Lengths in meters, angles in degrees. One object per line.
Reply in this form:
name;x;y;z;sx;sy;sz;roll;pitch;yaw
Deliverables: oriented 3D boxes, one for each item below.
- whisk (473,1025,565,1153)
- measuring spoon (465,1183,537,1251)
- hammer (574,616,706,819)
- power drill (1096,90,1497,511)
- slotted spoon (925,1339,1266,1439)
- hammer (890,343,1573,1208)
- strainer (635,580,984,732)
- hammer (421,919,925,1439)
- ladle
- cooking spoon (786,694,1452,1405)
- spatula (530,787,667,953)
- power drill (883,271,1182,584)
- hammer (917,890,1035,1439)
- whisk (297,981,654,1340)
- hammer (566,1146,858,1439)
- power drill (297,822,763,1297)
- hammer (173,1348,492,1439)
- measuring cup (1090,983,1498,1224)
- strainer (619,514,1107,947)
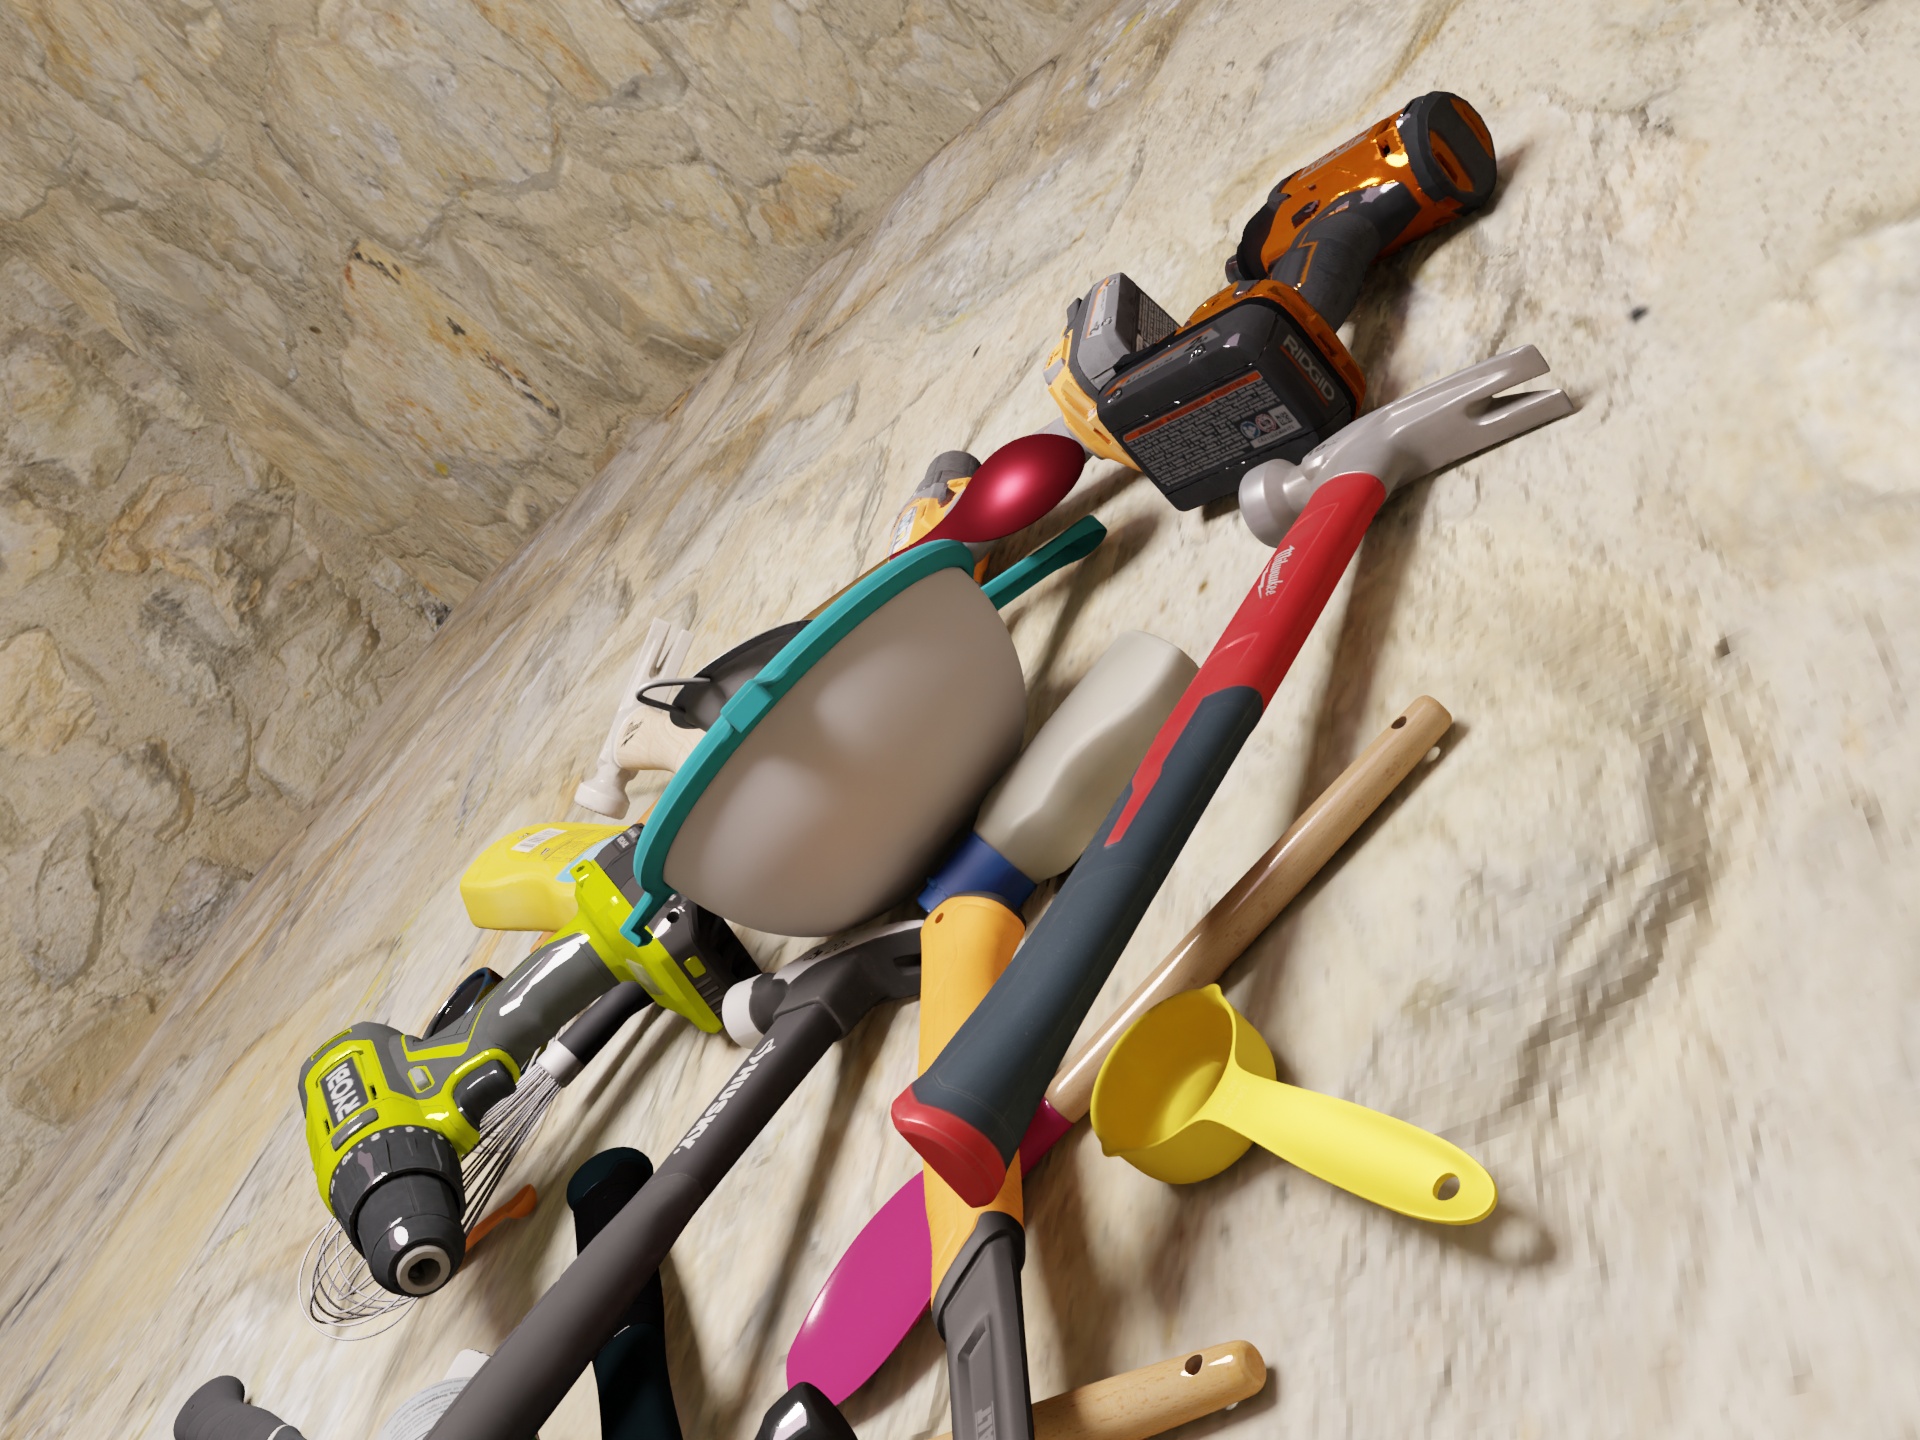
whisk;-0.249;0.169;0.983;0.246;0.059;0.057;-70;2;-53
measuring spoon;-0.262;0.283;0.857;0.117;0.011;0.021;-41;13;26
hammer;-0.172;0.005;0.967;0.146;0.038;0.411;-68;18;-5
power drill;0.162;-0.211;0.809;0.164;0.084;0.226;-17;32;55
slotted spoon;-0.040;0.239;0.475;0.313;0.031;0.070;-34;23;28
hammer;0.096;-0.002;0.542;0.143;0.038;0.386;-22;24;47
strainer;-0.054;-0.035;0.799;0.258;0.050;0.087;-28;-13;-49
hammer;-0.109;0.182;0.577;0.146;0.035;0.335;-25;14;36
ladle;-0.049;-0.077;0.903;0.315;0.031;0.069;-31;34;41
cooking spoon;0.051;0.112;0.534;0.319;0.017;0.069;-47;18;3
spatula;-0.188;0.057;1.096;0.322;0.041;0.081;-47;22;13
power drill;0.041;-0.161;0.958;0.226;0.084;0.185;-41;21;30
hammer;0.000;0.155;0.477;0.127;0.034;0.337;-41;19;16
whisk;-0.241;0.210;0.862;0.285;0.070;0.070;-47;19;-22
hammer;-0.124;0.231;0.596;0.128;0.033;0.331;-40;13;-9
power drill;-0.214;0.165;0.786;0.228;0.080;0.191;-38;30;-14
hammer;-0.341;0.379;0.803;0.409;0.036;0.149;-21;34;51
measuring cup;0.092;0.115;0.438;0.062;0.029;0.156;-54;24;-15
strainer;-0.001;-0.002;0.756;0.340;0.095;0.211;-38;-13;-42
